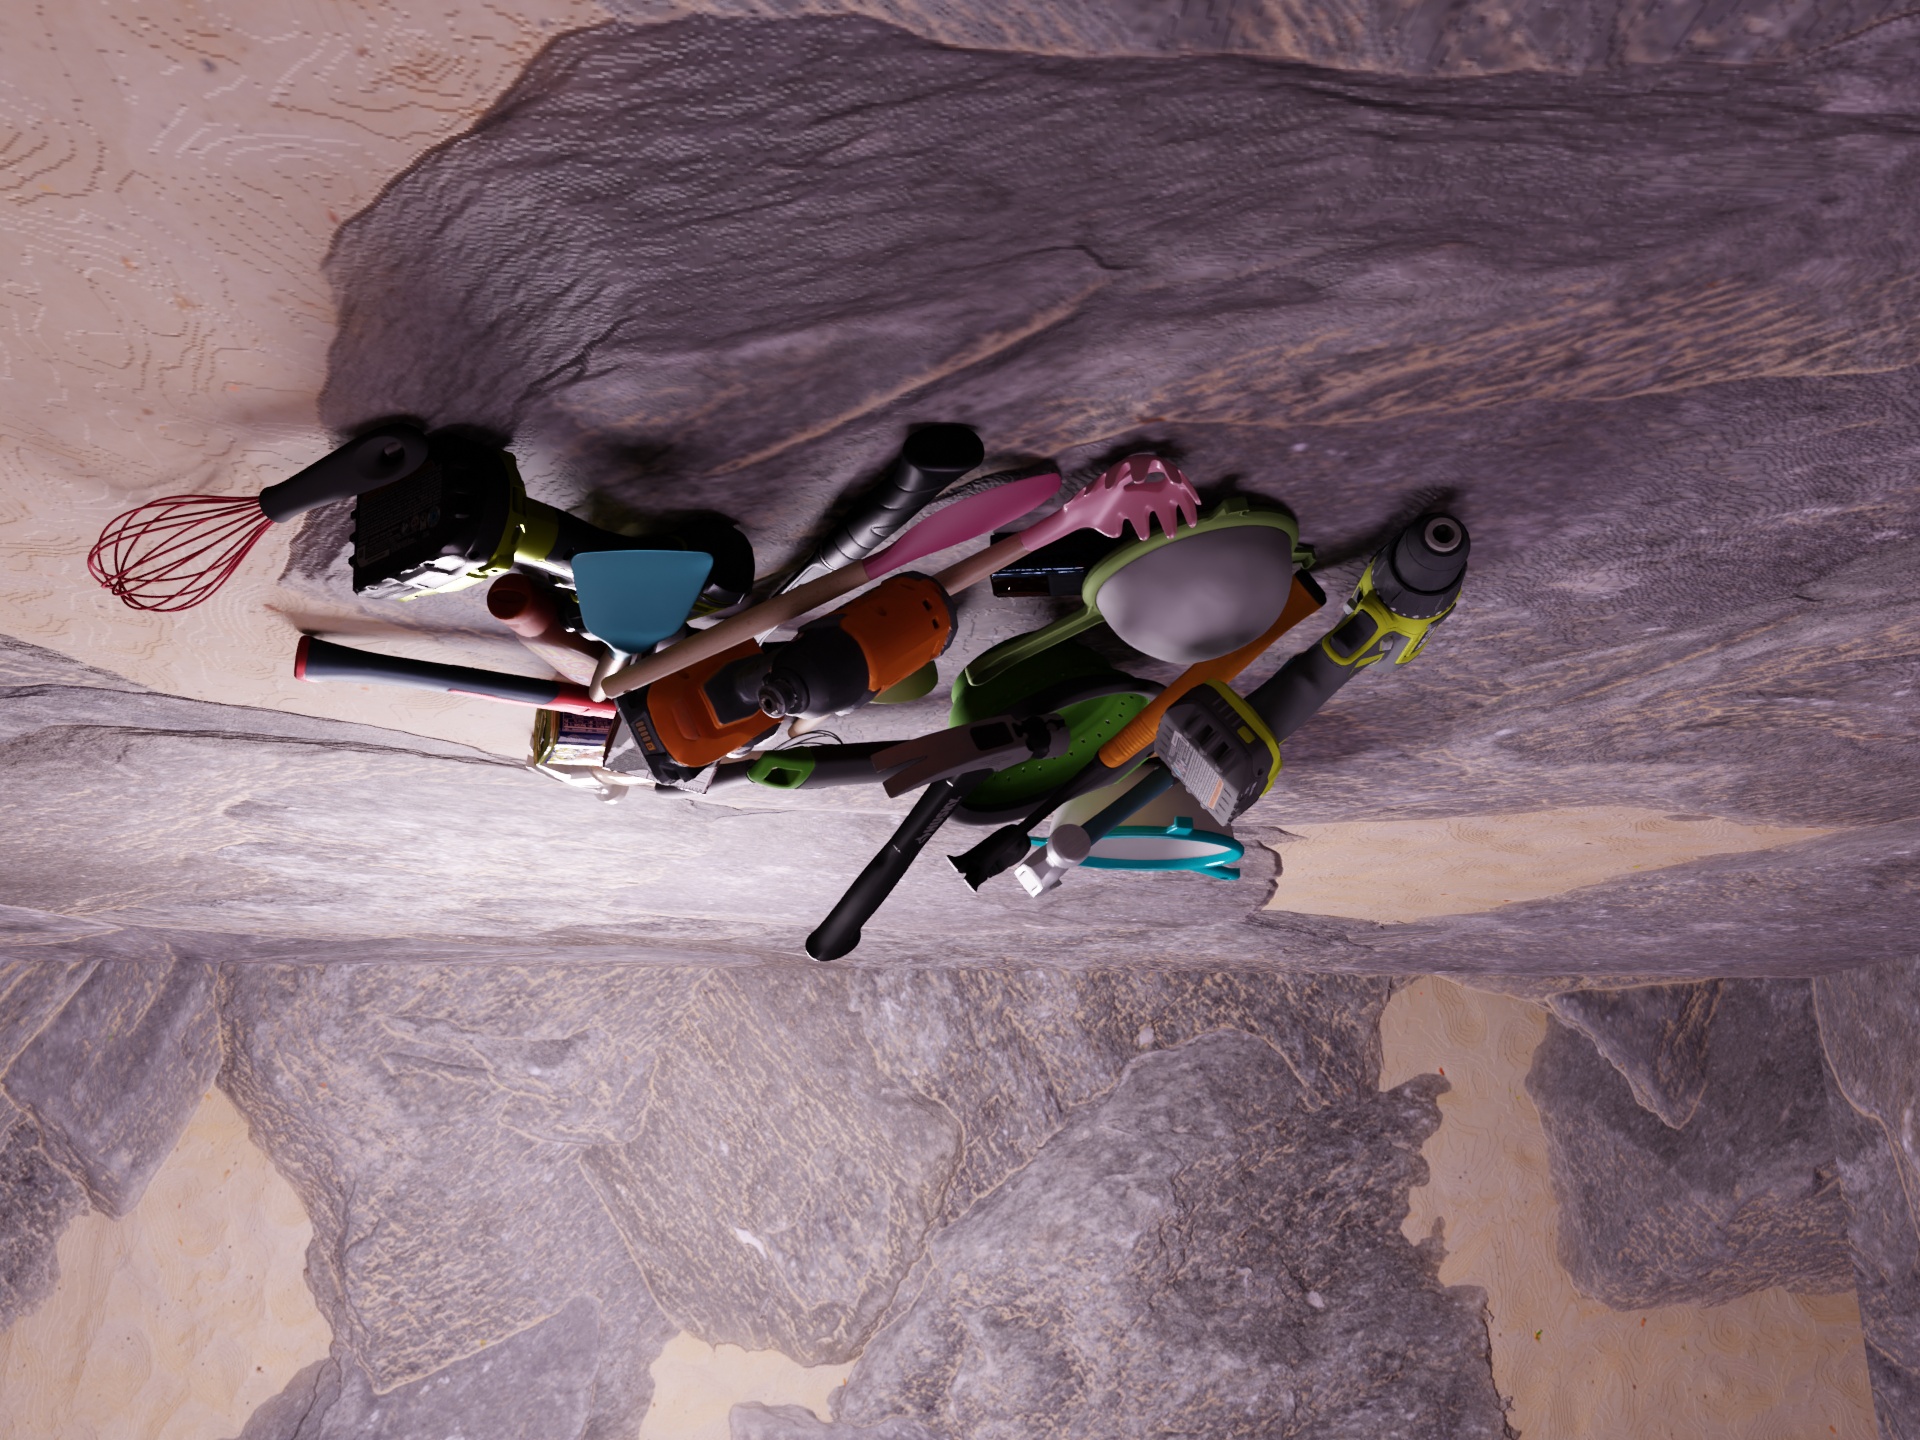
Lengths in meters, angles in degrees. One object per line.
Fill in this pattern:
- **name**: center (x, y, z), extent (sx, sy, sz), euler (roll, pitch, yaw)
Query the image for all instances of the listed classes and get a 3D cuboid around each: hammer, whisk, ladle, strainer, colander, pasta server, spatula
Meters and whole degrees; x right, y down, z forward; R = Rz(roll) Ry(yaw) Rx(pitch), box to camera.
- **hammer**: center (-0.089, -0.105, 1.092), extent (0.149, 0.036, 0.409), euler (7, 162, -26)
- **whisk**: center (-0.192, 0.048, 1.452), extent (0.239, 0.055, 0.055), euler (-11, 160, 33)
- **whisk**: center (-0.435, -0.127, 0.982), extent (0.296, 0.073, 0.073), euler (-16, 158, 28)
- **ladle**: center (-0.100, -0.012, 1.372), extent (0.078, 0.062, 0.320), euler (-15, 173, -23)
- **hammer**: center (-0.219, 0.041, 1.535), extent (0.411, 0.038, 0.146), euler (-3, 162, 23)
- **hammer**: center (-0.342, -0.026, 1.313), extent (0.386, 0.038, 0.143), euler (9, 165, -19)
- **strainer**: center (0.224, 0.109, 1.710), extent (0.211, 0.095, 0.340), euler (-7, 164, 32)
- **hammer**: center (-0.051, 0.101, 1.216), extent (0.146, 0.035, 0.334), euler (-9, 152, -34)
- **colander**: center (-0.002, -0.004, 1.209), extent (0.397, 0.095, 0.204), euler (-3, 148, -42)
- **hammer**: center (0.130, 0.009, 1.172), extent (0.337, 0.034, 0.127), euler (-41, 172, 17)
- **strainer**: center (0.118, -0.059, 1.082), extent (0.256, 0.069, 0.151), euler (-25, 160, 25)
- **pasta server**: center (0.023, -0.101, 1.042), extent (0.316, 0.040, 0.060), euler (-23, 139, 39)
- **hammer**: center (0.168, 0.039, 1.251), extent (0.331, 0.033, 0.128), euler (-34, 171, -30)
- **spatula**: center (-0.229, -0.053, 1.063), extent (0.082, 0.044, 0.317), euler (-3, 172, -18)

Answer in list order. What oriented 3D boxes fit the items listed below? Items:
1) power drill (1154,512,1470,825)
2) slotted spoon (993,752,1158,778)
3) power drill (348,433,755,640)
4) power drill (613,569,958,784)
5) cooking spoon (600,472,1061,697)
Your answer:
- **power drill**: center (0.244, -0.040, 1.073), extent (0.228, 0.080, 0.190), euler (-39, 166, -8)
- **slotted spoon**: center (0.158, 0.033, 1.570), extent (0.314, 0.031, 0.070), euler (-12, 160, 30)
- **power drill**: center (-0.270, -0.103, 1.031), extent (0.171, 0.080, 0.223), euler (-14, 162, 37)
- **power drill**: center (-0.129, -0.024, 1.061), extent (0.226, 0.084, 0.164), euler (-17, -168, 41)
- **cooking spoon**: center (-0.082, -0.084, 0.999), extent (0.319, 0.017, 0.068), euler (-24, 170, 6)
